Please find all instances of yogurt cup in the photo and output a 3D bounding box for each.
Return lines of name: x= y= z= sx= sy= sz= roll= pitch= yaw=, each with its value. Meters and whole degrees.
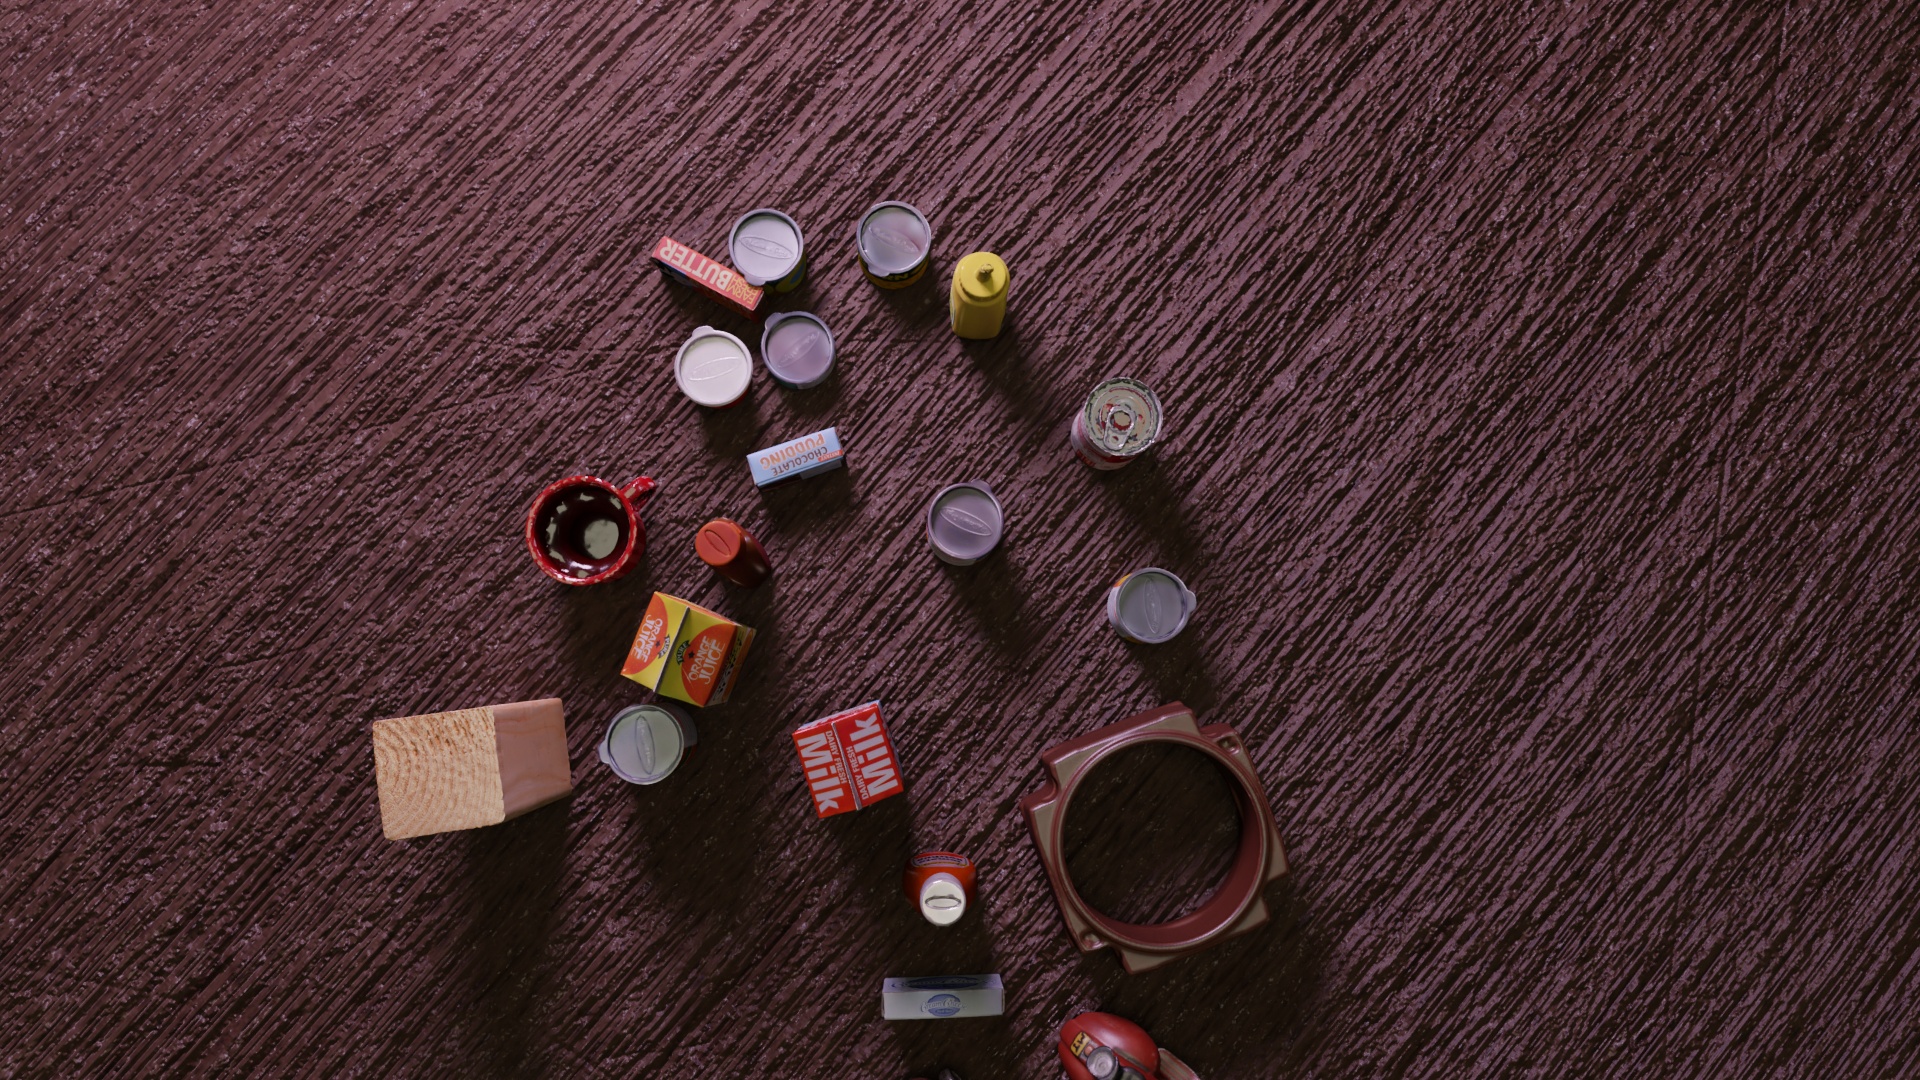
yogurt cup: x=-0.217 y=-0.149 z=1.240 sx=0.072 sy=0.054 sz=0.072 roll=0 pitch=85 yaw=-2

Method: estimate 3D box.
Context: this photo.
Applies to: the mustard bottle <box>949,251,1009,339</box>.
mustard bottle: x=0.017 y=-0.218 z=1.204 sx=0.049 sy=0.160 sz=0.065 roll=1 pitch=85 yaw=-2

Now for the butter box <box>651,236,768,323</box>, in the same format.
butter box: x=-0.223 y=-0.234 z=1.248 sx=0.103 sy=0.053 sz=0.024 roll=28 pitch=84 yaw=0

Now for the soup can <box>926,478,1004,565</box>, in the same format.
soup can: x=0.004 y=-0.015 z=1.221 sx=0.071 sy=0.083 sz=0.071 roll=0 pitch=85 yaw=-2

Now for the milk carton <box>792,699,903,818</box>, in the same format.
milk carton: x=-0.091 y=0.179 z=1.144 sx=0.073 sy=0.190 sz=0.072 roll=-18 pitch=86 yaw=-4

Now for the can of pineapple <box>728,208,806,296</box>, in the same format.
can of pineapple: x=-0.174 y=-0.257 z=1.250 sx=0.071 sy=0.058 sz=0.071 roll=0 pitch=85 yaw=-2

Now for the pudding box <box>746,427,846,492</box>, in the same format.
pudding box: x=-0.146 y=-0.071 z=1.237 sx=0.084 sy=0.049 sz=0.030 roll=-19 pitch=86 yaw=-4

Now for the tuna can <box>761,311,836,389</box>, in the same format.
tuna can: x=-0.147 y=-0.173 z=1.256 sx=0.071 sy=0.033 sz=0.071 roll=0 pitch=84 yaw=-2

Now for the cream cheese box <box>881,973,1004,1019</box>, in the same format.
cream cheese box: x=-0.016 y=0.392 z=1.195 sx=0.104 sy=0.053 sz=0.024 roll=-1 pitch=85 yaw=-3

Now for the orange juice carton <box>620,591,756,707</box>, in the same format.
orange juice carton: x=-0.223 y=0.090 z=1.146 sx=0.073 sy=0.192 sz=0.072 roll=22 pitch=84 yaw=0

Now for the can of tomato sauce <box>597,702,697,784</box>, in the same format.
can of tomato sauce: x=-0.266 y=0.173 z=1.191 sx=0.071 sy=0.083 sz=0.071 roll=0 pitch=85 yaw=-2

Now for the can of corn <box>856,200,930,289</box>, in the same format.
can of corn: x=-0.062 y=-0.263 z=1.256 sx=0.071 sy=0.058 sz=0.071 roll=0 pitch=85 yaw=-2

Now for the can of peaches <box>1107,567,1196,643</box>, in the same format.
can of peaches: x=0.169 y=0.059 z=1.234 sx=0.071 sy=0.058 sz=0.071 roll=0 pitch=85 yaw=-2

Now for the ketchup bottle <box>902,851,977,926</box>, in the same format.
ketchup bottle: x=-0.016 y=0.290 z=1.157 sx=0.065 sy=0.148 sz=0.043 roll=1 pitch=85 yaw=-2

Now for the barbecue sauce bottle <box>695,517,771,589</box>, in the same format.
barbecue sauce bottle: x=-0.195 y=0.008 z=1.177 sx=0.044 sy=0.148 sz=0.065 roll=-43 pitch=88 yaw=-5
